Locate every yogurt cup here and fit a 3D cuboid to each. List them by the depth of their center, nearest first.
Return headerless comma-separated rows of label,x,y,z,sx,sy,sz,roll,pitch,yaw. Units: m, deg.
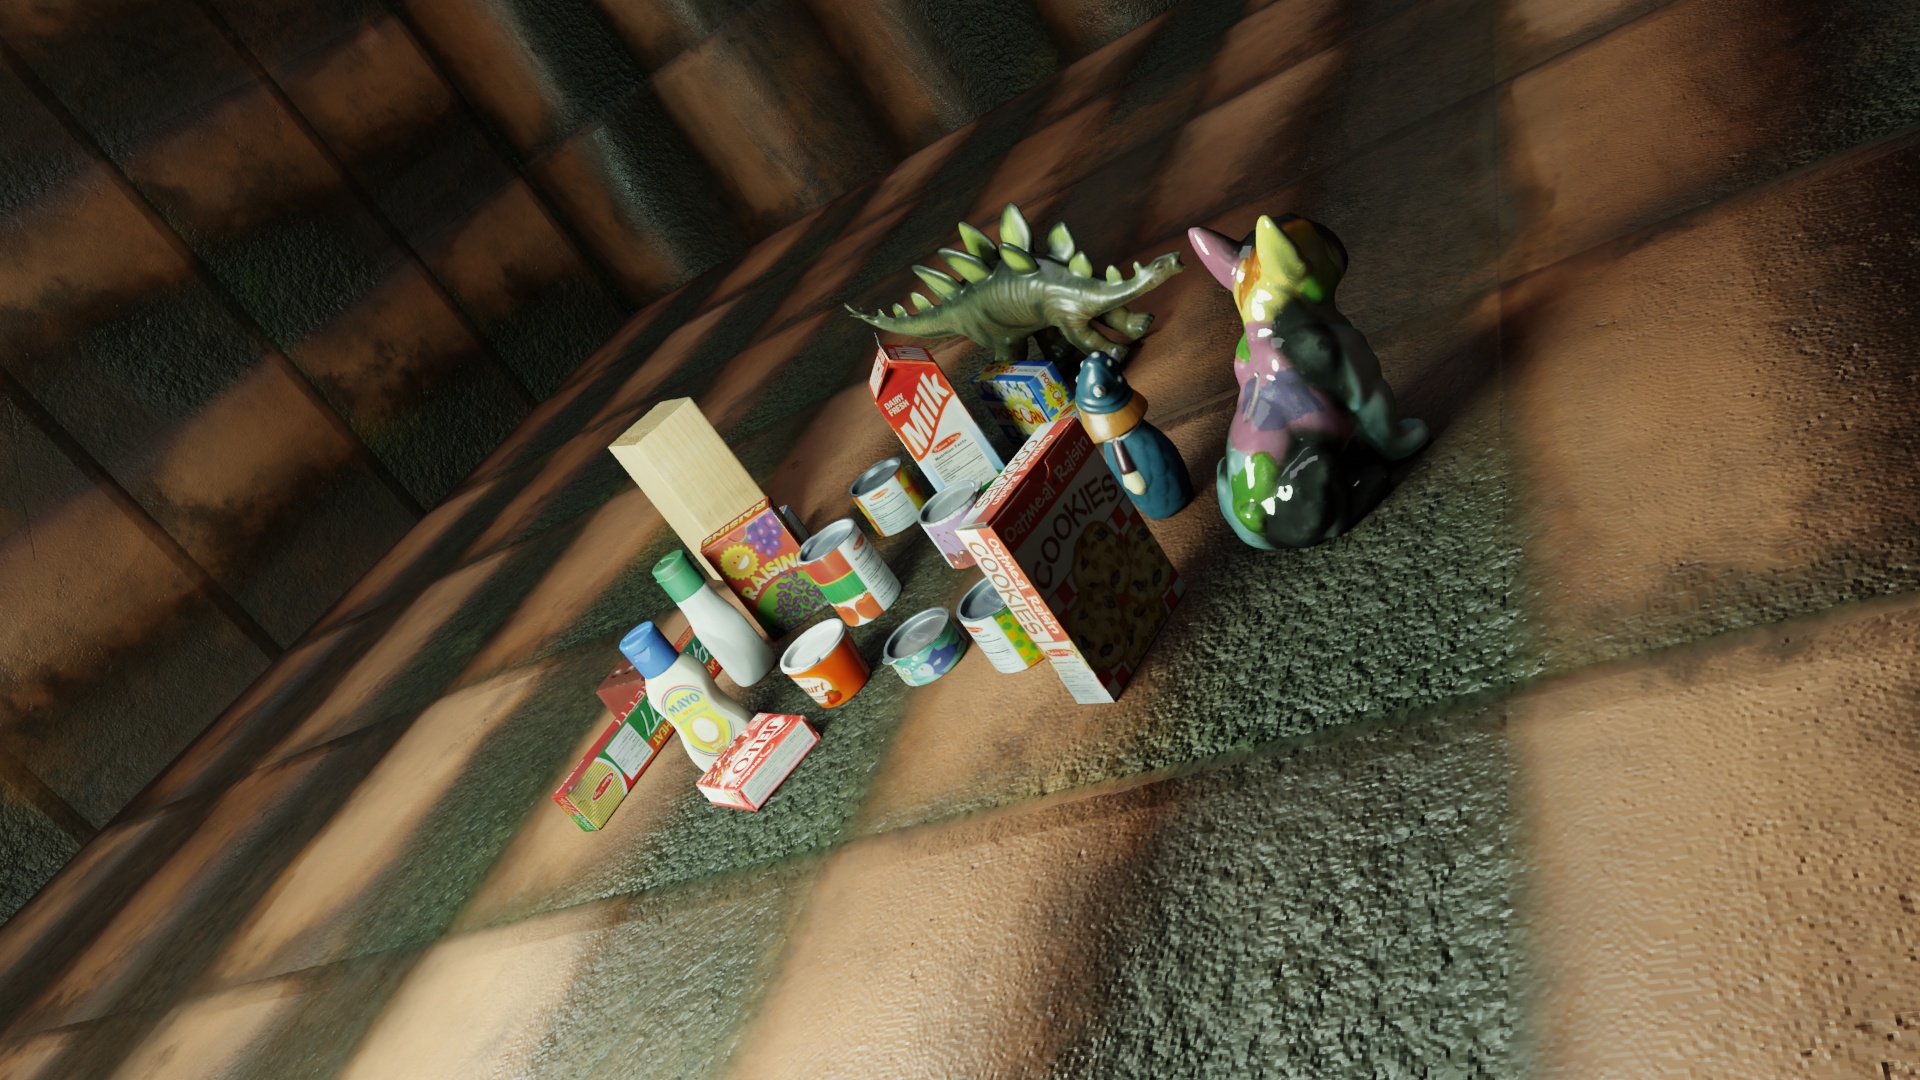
yogurt cup,-0.117,0.110,1.227,0.072,0.054,0.073,-30,23,14

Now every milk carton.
milk carton,-0.030,-0.124,1.396,0.073,0.190,0.072,-34,22,4

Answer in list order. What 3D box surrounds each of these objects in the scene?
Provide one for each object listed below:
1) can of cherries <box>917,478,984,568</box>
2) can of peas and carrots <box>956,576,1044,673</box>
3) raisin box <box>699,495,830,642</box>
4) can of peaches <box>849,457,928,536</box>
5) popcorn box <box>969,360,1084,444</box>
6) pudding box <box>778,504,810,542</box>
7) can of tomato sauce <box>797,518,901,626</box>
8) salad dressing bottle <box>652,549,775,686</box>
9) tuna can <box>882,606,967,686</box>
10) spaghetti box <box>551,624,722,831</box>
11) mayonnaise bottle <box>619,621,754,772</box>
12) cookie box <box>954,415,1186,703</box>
can of cherries,0.005,-0.016,1.305,0.071,0.058,0.072,-30,23,14
can of peas and carrots,0.041,0.061,1.098,0.071,0.058,0.071,-30,23,14
raisin box,-0.192,0.029,1.405,0.086,0.123,0.040,-33,22,5
can of peaches,-0.075,-0.047,1.480,0.071,0.058,0.071,-30,23,14
popcorn box,0.072,-0.140,1.423,0.038,0.085,0.127,-42,23,-16
pudding box,-0.203,0.001,1.574,0.030,0.049,0.084,-27,24,20
can of tomato sauce,-0.108,0.031,1.335,0.071,0.083,0.071,-30,23,14
salad dressing bottle,-0.240,0.075,1.348,0.064,0.147,0.044,-6,36,51
tuna can,-0.031,0.091,1.172,0.071,0.032,0.071,-29,23,14
spaghetti box,-0.307,0.176,1.368,0.028,0.050,0.251,-16,29,39
mayonnaise bottle,-0.241,0.137,1.224,0.064,0.147,0.041,-32,22,9
cookie box,0.083,0.014,0.989,0.040,0.167,0.123,-9,33,48
